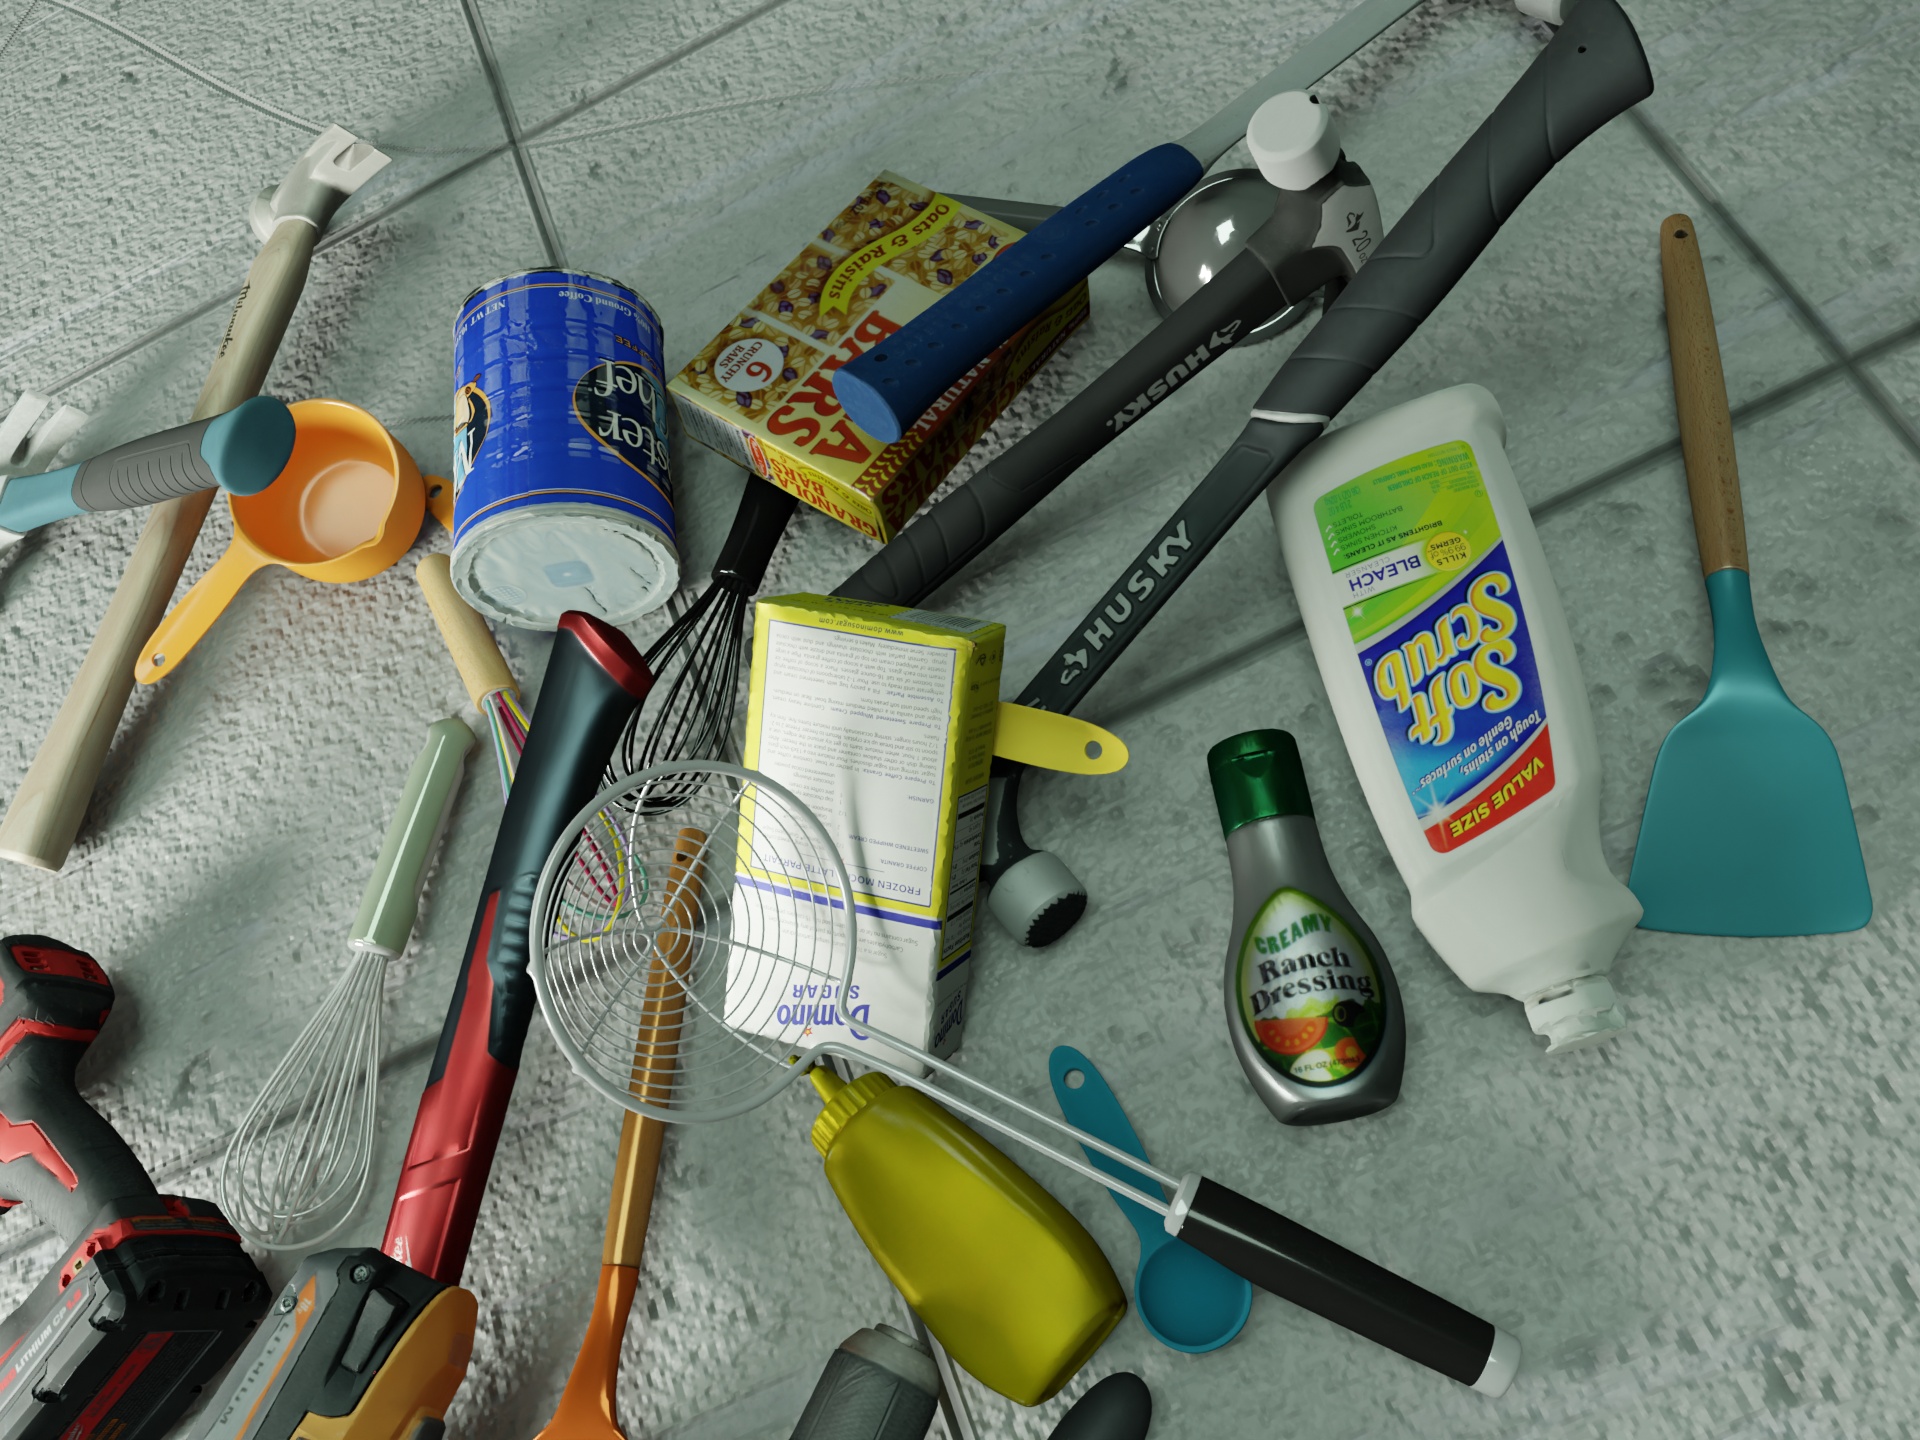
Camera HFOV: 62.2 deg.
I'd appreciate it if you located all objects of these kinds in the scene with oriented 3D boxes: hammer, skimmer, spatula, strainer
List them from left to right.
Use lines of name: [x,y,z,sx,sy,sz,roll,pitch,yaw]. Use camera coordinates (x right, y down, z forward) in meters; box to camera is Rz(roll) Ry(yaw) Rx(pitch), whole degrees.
hammer: [-0.430,-0.118,0.799,0.331,0.033,0.128,-1,72,40]
hammer: [-0.401,-0.121,0.829,0.146,0.038,0.411,-4,66,51]
hammer: [-0.210,0.141,0.642,0.143,0.038,0.386,11,82,18]
spatula: [-0.130,0.198,0.646,0.081,0.041,0.323,-3,63,16]
skimmer: [0.024,0.132,0.545,0.363,0.090,0.127,25,64,10]
hammer: [0.039,-0.111,0.687,0.335,0.146,0.035,-38,59,11]
strainer: [0.067,-0.234,0.763,0.258,0.050,0.087,16,87,26]
hammer: [0.102,-0.257,0.712,0.405,0.035,0.144,-41,56,-17]
hammer: [0.113,-0.105,0.626,0.409,0.036,0.149,-50,58,14]
spatula: [0.298,-0.072,0.632,0.082,0.044,0.318,-2,62,17]

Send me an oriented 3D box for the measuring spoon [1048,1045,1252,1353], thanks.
measuring spoon: [0.067,0.178,0.600,0.042,0.021,0.129,-28,53,-4]

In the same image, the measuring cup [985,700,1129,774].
measuring cup: [-0.001,-0.002,0.647,0.156,0.029,0.062,14,96,24]

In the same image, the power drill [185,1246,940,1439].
power drill: [-0.131,0.259,0.536,0.226,0.084,0.185,24,64,10]

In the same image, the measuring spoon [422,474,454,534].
measuring spoon: [-0.245,-0.097,0.812,0.117,0.011,0.021,38,82,27]

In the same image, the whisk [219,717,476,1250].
whisk: [-0.266,0.111,0.715,0.059,0.058,0.246,18,67,-13]

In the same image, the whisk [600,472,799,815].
whisk: [-0.108,-0.065,0.741,0.055,0.055,0.239,11,67,21]

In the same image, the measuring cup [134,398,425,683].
measuring cup: [-0.346,-0.082,0.809,0.095,0.052,0.173,40,86,9]

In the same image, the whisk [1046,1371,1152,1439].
whisk: [-0.020,0.344,0.533,0.070,0.070,0.285,30,74,26]

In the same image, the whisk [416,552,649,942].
whisk: [-0.205,0.003,0.741,0.051,0.047,0.245,-15,53,-28]

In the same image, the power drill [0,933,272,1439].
power drill: [-0.405,0.212,0.691,0.143,0.078,0.220,-49,59,2]
